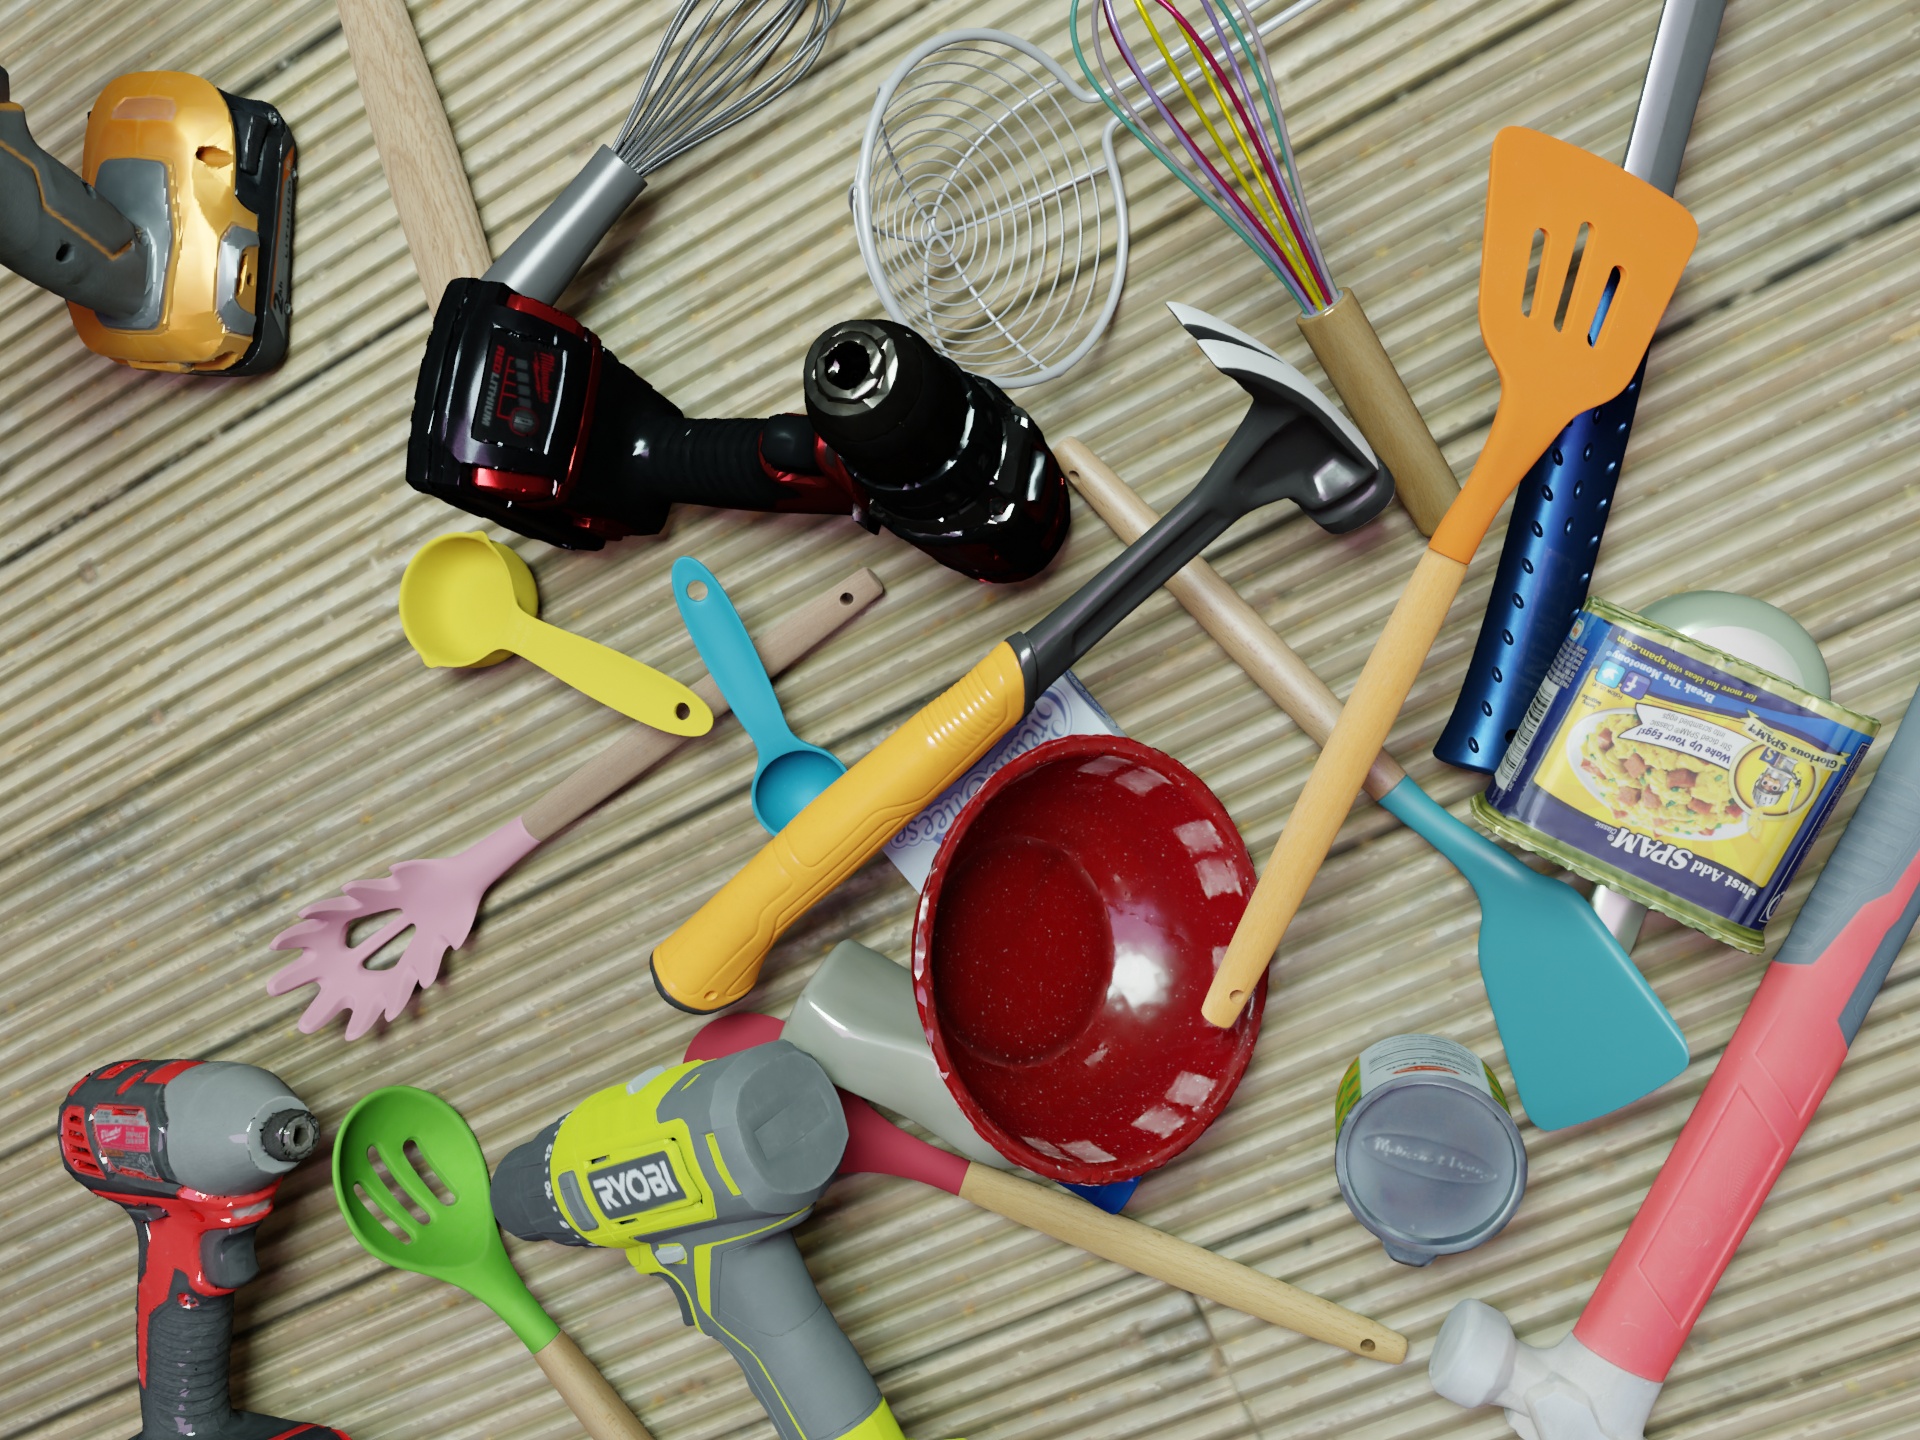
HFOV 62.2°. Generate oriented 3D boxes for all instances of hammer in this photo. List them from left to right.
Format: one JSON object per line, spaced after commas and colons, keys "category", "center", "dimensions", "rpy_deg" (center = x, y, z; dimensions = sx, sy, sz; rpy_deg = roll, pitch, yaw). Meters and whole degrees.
{"category": "hammer", "center": [-0.235, -0.267, 0.671], "dimensions": [0.130, 0.031, 0.331], "rpy_deg": [-18, 90, 14]}
{"category": "hammer", "center": [-0.001, -0.002, 0.576], "dimensions": [0.337, 0.127, 0.034], "rpy_deg": [-42, 53, 19]}
{"category": "hammer", "center": [0.243, -0.176, 0.555], "dimensions": [0.144, 0.035, 0.405], "rpy_deg": [10, 100, -8]}
{"category": "hammer", "center": [0.318, 0.108, 0.567], "dimensions": [0.143, 0.038, 0.386], "rpy_deg": [25, 99, 9]}

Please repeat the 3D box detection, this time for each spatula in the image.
{"category": "spatula", "center": [0.139, 0.011, 0.596], "dimensions": [0.317, 0.044, 0.082], "rpy_deg": [47, 144, 9]}
{"category": "spatula", "center": [0.154, -0.036, 0.549], "dimensions": [0.081, 0.041, 0.322], "rpy_deg": [20, 105, -12]}

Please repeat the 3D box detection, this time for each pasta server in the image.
{"category": "pasta server", "center": [-0.162, 0.032, 0.671], "dimensions": [0.316, 0.040, 0.060], "rpy_deg": [-35, 98, 11]}

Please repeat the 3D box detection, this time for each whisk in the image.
{"category": "whisk", "center": [-0.132, -0.217, 0.631], "dimensions": [0.055, 0.055, 0.239], "rpy_deg": [44, 95, 7]}
{"category": "whisk", "center": [0.113, -0.160, 0.549], "dimensions": [0.051, 0.047, 0.244], "rpy_deg": [-37, 112, 1]}

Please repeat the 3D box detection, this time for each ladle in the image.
{"category": "ladle", "center": [0.026, 0.196, 0.646], "dimensions": [0.315, 0.031, 0.069], "rpy_deg": [19, 100, 9]}

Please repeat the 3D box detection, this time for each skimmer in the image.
{"category": "skimmer", "center": [0.125, -0.251, 0.561], "dimensions": [0.363, 0.090, 0.127], "rpy_deg": [-30, 119, 10]}

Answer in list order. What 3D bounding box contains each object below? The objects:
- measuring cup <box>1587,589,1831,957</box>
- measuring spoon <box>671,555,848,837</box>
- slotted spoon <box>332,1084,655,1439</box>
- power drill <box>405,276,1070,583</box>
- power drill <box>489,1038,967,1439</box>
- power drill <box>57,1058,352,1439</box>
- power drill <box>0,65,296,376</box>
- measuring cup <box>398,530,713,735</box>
{"category": "measuring cup", "center": [0.255, 0.033, 0.575], "dimensions": [0.083, 0.038, 0.167], "rpy_deg": [21, 96, 11]}
{"category": "measuring spoon", "center": [-0.083, -0.010, 0.645], "dimensions": [0.042, 0.021, 0.128], "rpy_deg": [-25, 103, 2]}
{"category": "slotted spoon", "center": [-0.163, 0.289, 0.684], "dimensions": [0.314, 0.070, 0.031], "rpy_deg": [51, 127, 0]}
{"category": "power drill", "center": [-0.082, -0.103, 0.568], "dimensions": [0.227, 0.187, 0.080], "rpy_deg": [9, 86, 17]}
{"category": "power drill", "center": [-0.093, 0.249, 0.634], "dimensions": [0.190, 0.080, 0.228], "rpy_deg": [-26, 89, 39]}
{"category": "power drill", "center": [-0.319, 0.256, 0.687], "dimensions": [0.143, 0.078, 0.220], "rpy_deg": [-7, 89, 32]}
{"category": "power drill", "center": [-0.350, -0.228, 0.598], "dimensions": [0.084, 0.226, 0.185], "rpy_deg": [5, 95, 12]}
{"category": "measuring cup", "center": [-0.164, -0.030, 0.664], "dimensions": [0.156, 0.029, 0.062], "rpy_deg": [26, 96, 15]}
